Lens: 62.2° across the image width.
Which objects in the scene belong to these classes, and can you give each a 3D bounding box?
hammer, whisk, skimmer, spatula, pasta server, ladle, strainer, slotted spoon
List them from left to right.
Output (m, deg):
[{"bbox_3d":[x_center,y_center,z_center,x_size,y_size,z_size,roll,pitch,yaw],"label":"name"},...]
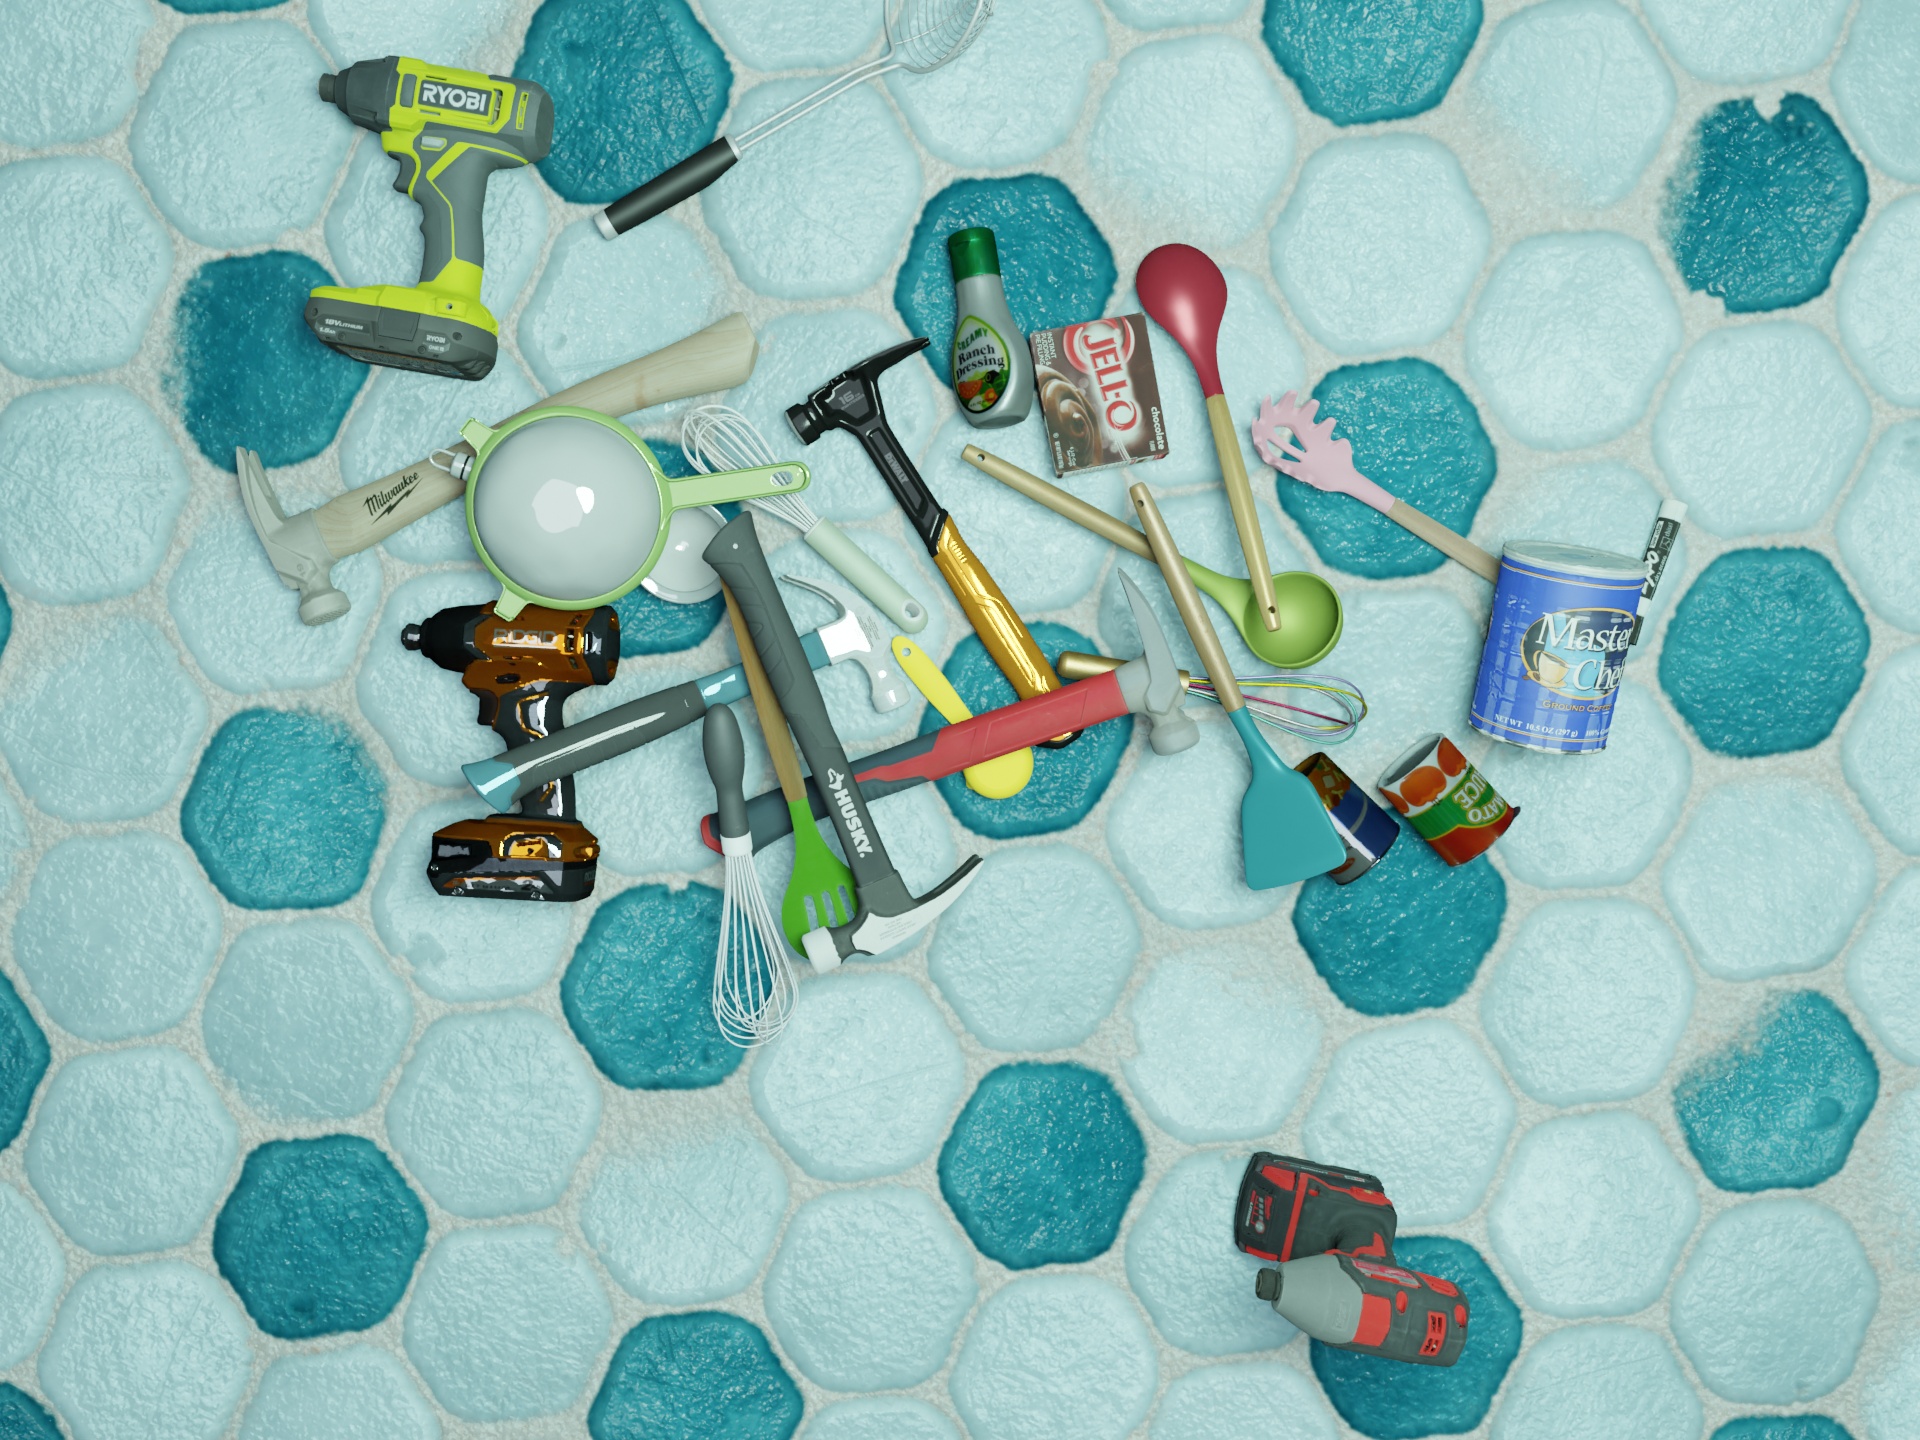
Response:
[{"bbox_3d":[-0.351,-0.223,1.227,0.410,0.038,0.146,-25,92,1],"label":"hammer"},{"bbox_3d":[-0.276,-0.157,1.209,0.258,0.050,0.087,20,111,-13],"label":"strainer"},{"bbox_3d":[-0.236,-0.160,1.159,0.256,0.069,0.151,-9,100,-4],"label":"strainer"},{"bbox_3d":[-0.207,-0.011,1.192,0.331,0.033,0.128,-24,96,-17],"label":"hammer"},{"bbox_3d":[-0.165,0.121,1.205,0.070,0.070,0.284,-4,109,0],"label":"whisk"},{"bbox_3d":[-0.132,0.035,1.189,0.070,0.031,0.313,-18,98,-17],"label":"slotted spoon"},{"bbox_3d":[-0.129,-0.480,1.186,0.363,0.090,0.127,-30,61,4],"label":"skimmer"},{"bbox_3d":[-0.119,-0.153,1.228,0.246,0.059,0.058,42,67,-7],"label":"whisk"},{"bbox_3d":[-0.101,0.007,1.163,0.146,0.035,0.334,-23,97,-8],"label":"hammer"},{"bbox_3d":[-0.024,0.012,1.208,0.386,0.038,0.143,-19,100,10],"label":"hammer"},{"bbox_3d":[0.003,-0.129,1.234,0.127,0.034,0.337,-32,93,3],"label":"hammer"},{"bbox_3d":[0.146,-0.133,1.209,0.320,0.062,0.078,27,86,-6],"label":"ladle"},{"bbox_3d":[0.195,-0.021,1.229,0.245,0.047,0.051,10,83,-4],"label":"whisk"},{"bbox_3d":[0.193,-0.030,1.184,0.082,0.044,0.317,-22,96,32],"label":"spatula"},{"bbox_3d":[0.197,-0.219,1.202,0.069,0.031,0.315,-13,83,-5],"label":"ladle"},{"bbox_3d":[0.358,-0.154,1.232,0.316,0.040,0.060,31,82,-3],"label":"pasta server"}]

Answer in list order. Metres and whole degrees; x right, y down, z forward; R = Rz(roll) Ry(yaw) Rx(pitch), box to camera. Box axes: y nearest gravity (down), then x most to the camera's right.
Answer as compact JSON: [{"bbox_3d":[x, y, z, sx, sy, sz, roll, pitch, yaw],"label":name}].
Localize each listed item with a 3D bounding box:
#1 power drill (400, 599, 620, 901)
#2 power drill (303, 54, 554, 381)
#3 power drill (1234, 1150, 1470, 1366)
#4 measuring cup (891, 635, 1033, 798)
[{"bbox_3d":[-0.351,0.020,1.221,0.164,0.084,0.226,3,89,0],"label":"power drill"},{"bbox_3d":[-0.412,-0.382,1.200,0.171,0.080,0.223,10,90,-1],"label":"power drill"},{"bbox_3d":[0.273,0.396,1.171,0.143,0.220,0.078,12,93,-1],"label":"power drill"},{"bbox_3d":[-0.002,-0.004,1.242,0.062,0.029,0.156,-40,95,2],"label":"measuring cup"}]
